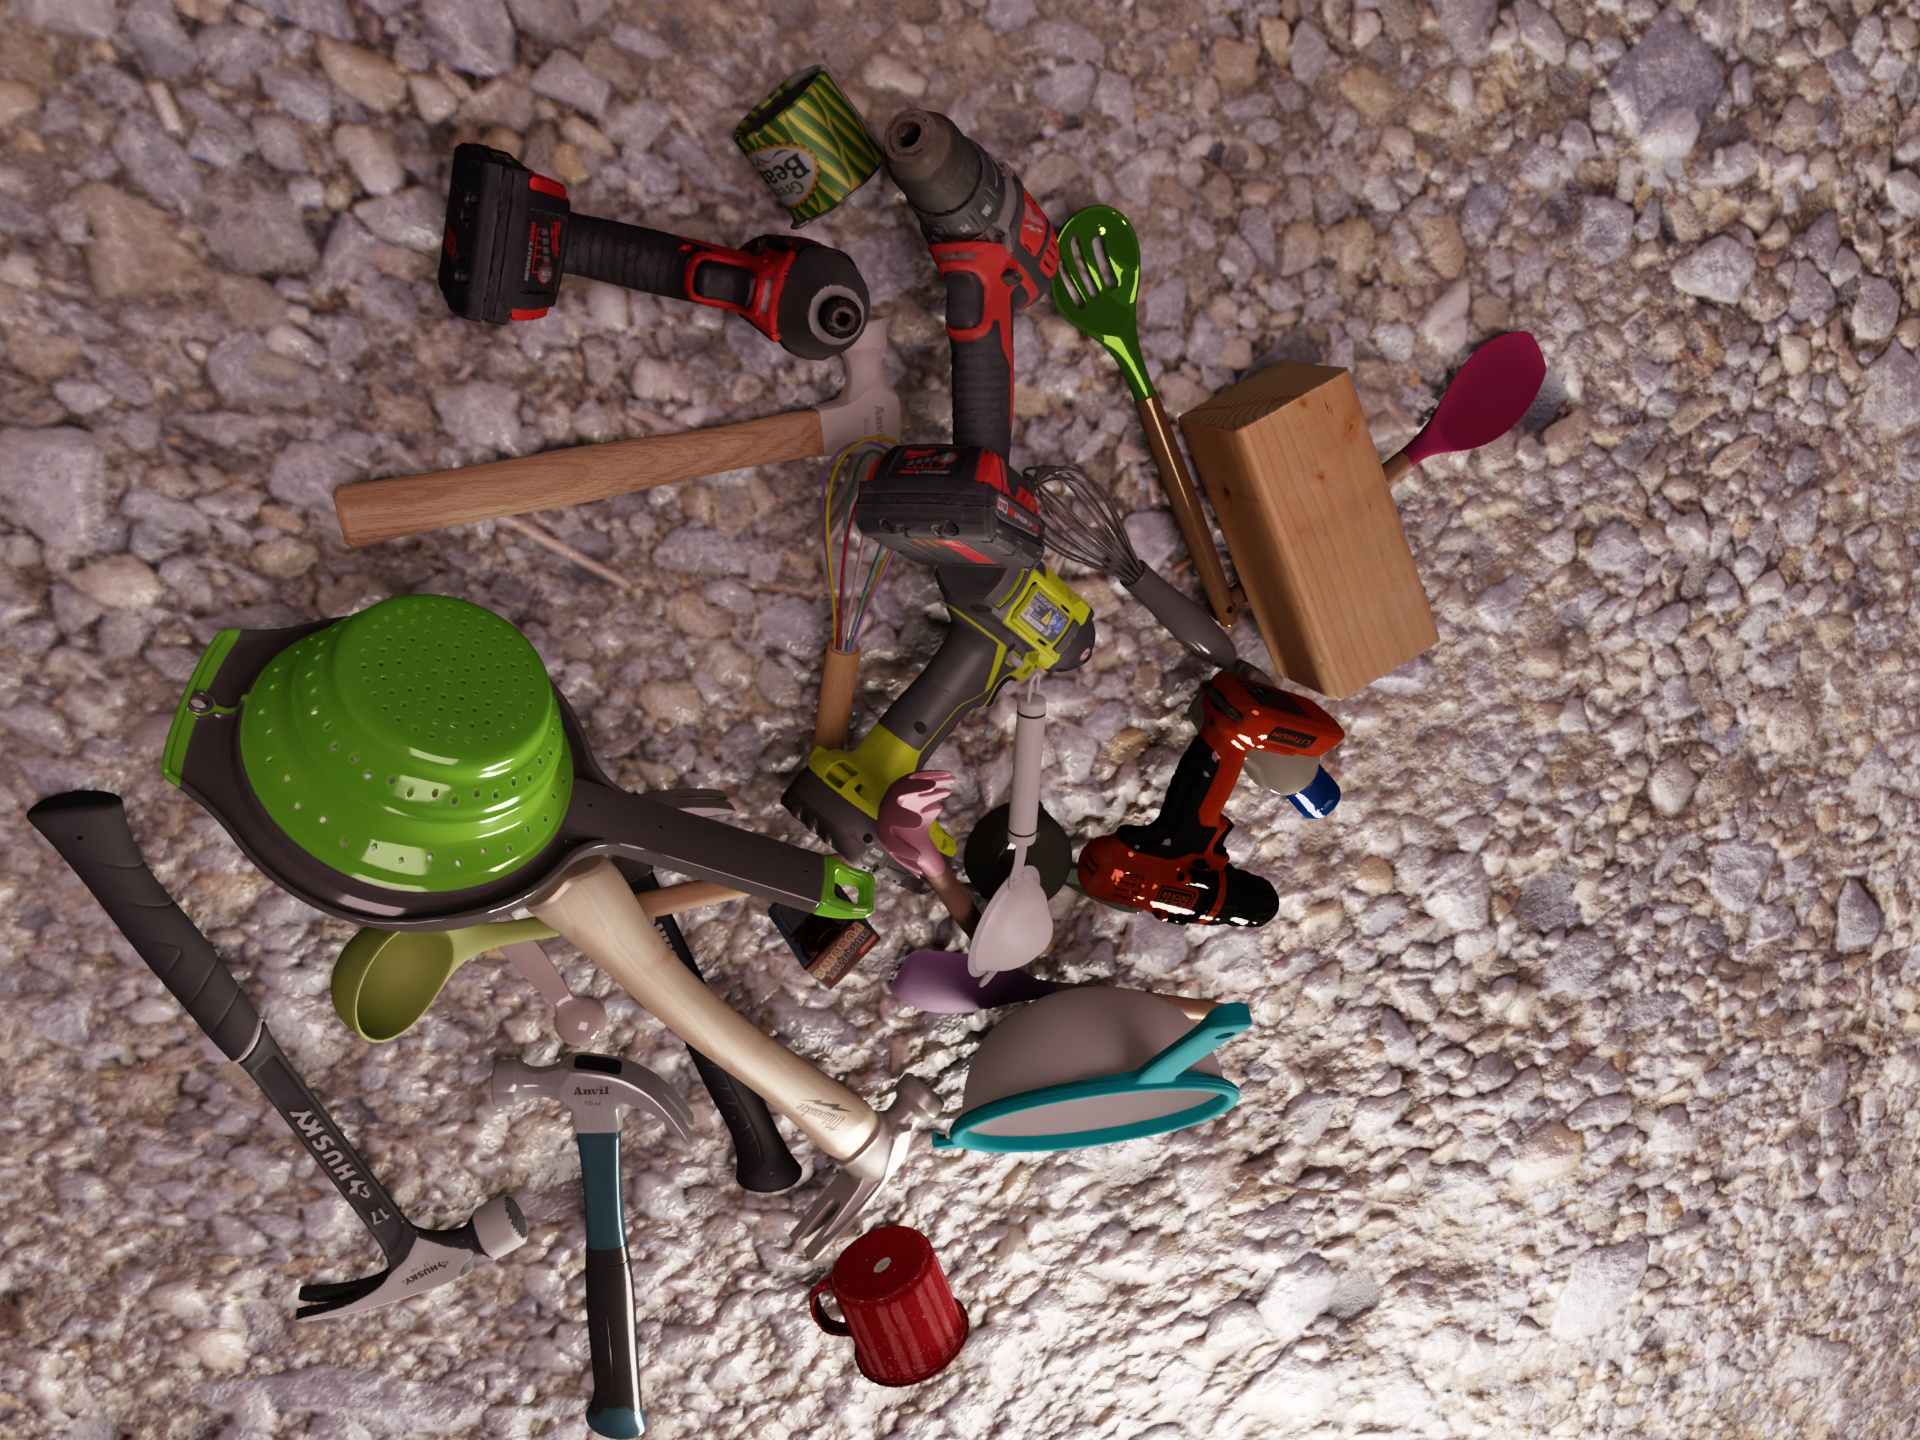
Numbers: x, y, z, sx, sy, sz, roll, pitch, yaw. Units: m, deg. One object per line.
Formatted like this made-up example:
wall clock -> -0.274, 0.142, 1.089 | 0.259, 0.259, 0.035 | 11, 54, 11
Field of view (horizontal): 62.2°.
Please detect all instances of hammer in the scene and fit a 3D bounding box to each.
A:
hammer -> -0.247, 0.373, 1.107 | 0.128, 0.033, 0.330 | 0, 115, -6
hammer -> -0.191, -0.147, 0.933 | 0.331, 0.031, 0.130 | -14, 115, -19
hammer -> -0.151, 0.217, 1.032 | 0.146, 0.038, 0.410 | -50, 135, -13
hammer -> -0.175, 0.194, 1.077 | 0.146, 0.035, 0.334 | -26, 119, -13
hammer -> -0.425, 0.209, 0.963 | 0.149, 0.036, 0.408 | -26, 117, -5

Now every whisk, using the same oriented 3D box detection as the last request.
whisk -> 0.121, -0.101, 1.088 | 0.238, 0.055, 0.055 | 37, 92, -36
whisk -> -0.066, -0.064, 0.995 | 0.047, 0.051, 0.244 | -21, 135, -41

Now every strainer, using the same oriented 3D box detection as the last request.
strainer -> 0.041, 0.084, 1.059 | 0.087, 0.050, 0.258 | -34, 136, -47
strainer -> 0.110, 0.220, 1.109 | 0.211, 0.095, 0.340 | 1, 153, -19

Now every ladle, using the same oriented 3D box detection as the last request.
ladle -> -0.219, 0.128, 0.978 | 0.320, 0.062, 0.078 | -11, 128, -23

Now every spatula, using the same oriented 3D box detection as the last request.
spatula -> 0.089, 0.211, 1.217 | 0.315, 0.018, 0.059 | 11, 121, -28

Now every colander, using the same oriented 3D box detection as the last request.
colander -> -0.211, 0.027, 0.871 | 0.396, 0.205, 0.094 | 20, 136, -21

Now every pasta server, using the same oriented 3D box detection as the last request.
pasta server -> -0.004, 0.105, 1.028 | 0.316, 0.040, 0.060 | 64, 43, -63

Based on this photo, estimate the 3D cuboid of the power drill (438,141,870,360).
power drill -> -0.157, -0.240, 0.847 | 0.219, 0.143, 0.078 | 5, 111, -24

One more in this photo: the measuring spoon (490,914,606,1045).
measuring spoon -> -0.270, 0.169, 1.032 | 0.034, 0.018, 0.124 | -35, 120, -8

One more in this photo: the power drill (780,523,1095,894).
power drill -> -0.002, -0.003, 1.038 | 0.223, 0.080, 0.171 | -54, 148, 1

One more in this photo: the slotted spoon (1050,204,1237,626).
slotted spoon -> 0.129, -0.192, 1.058 | 0.070, 0.031, 0.313 | -34, 119, -15

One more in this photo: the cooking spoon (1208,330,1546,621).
cooking spoon -> 0.304, -0.175, 1.159 | 0.319, 0.017, 0.068 | -39, 116, -6

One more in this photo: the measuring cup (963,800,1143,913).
measuring cup -> 0.080, 0.117, 1.160 | 0.167, 0.038, 0.083 | 25, 98, -29

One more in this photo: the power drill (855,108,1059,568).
power drill -> -0.002, -0.209, 0.888 | 0.187, 0.080, 0.227 | 16, 78, -69
